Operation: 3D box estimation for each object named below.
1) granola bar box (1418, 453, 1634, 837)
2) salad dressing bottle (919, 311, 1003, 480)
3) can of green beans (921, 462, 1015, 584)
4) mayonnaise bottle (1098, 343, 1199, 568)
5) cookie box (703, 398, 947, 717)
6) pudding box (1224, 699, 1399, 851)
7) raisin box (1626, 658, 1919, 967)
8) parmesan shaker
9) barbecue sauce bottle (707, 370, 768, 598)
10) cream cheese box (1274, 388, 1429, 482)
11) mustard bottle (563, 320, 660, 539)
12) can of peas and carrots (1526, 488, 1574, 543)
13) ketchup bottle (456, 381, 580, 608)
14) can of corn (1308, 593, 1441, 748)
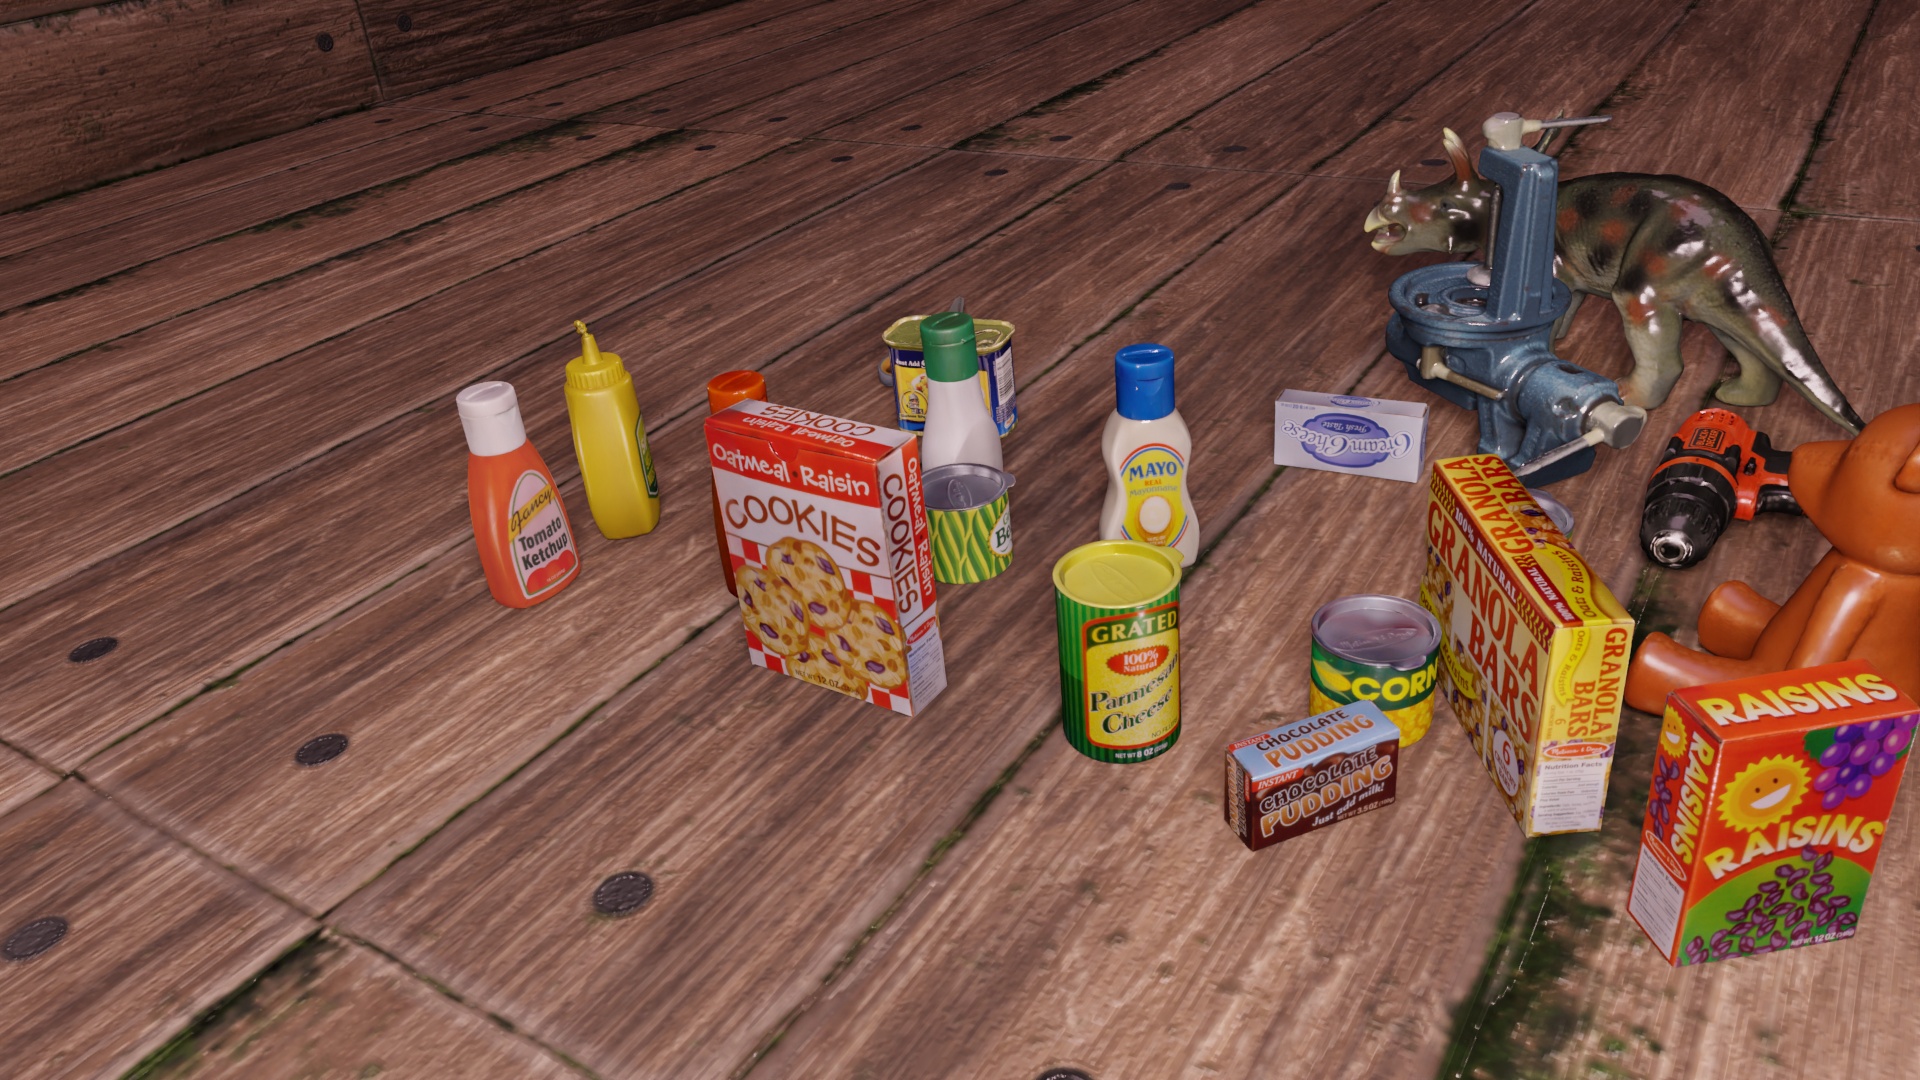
[{"bbox_3d":[0.279,0.048,0.706,0.039,0.123,0.166,-6,30,1],"label":"granola bar box"},{"bbox_3d":[-0.002,-0.084,0.962,0.044,0.147,0.064,18,38,36],"label":"salad dressing bottle"},{"bbox_3d":[0.001,-0.011,0.926,0.071,0.057,0.071,-5,30,3],"label":"can of green beans"},{"bbox_3d":[0.118,-0.050,0.881,0.065,0.147,0.041,-7,30,-2],"label":"mayonnaise bottle"},{"bbox_3d":[-0.076,0.010,0.794,0.123,0.166,0.040,14,35,31],"label":"cookie box"},{"bbox_3d":[0.173,0.115,0.684,0.084,0.049,0.030,-15,31,-15],"label":"pudding box"},{"bbox_3d":[0.336,0.115,0.581,0.086,0.122,0.040,-8,30,-3],"label":"raisin box"},{"bbox_3d":[0.088,0.059,0.742,0.071,0.102,0.071,-5,30,3],"label":"parmesan shaker"},{"bbox_3d":[-0.134,-0.036,0.902,0.044,0.147,0.065,16,36,33],"label":"barbecue sauce bottle"},{"bbox_3d":[0.277,-0.075,0.990,0.104,0.053,0.024,9,33,25],"label":"cream cheese box"},{"bbox_3d":[-0.251,-0.081,0.989,0.049,0.159,0.065,-8,30,-4],"label":"mustard bottle"},{"bbox_3d":[0.329,0.009,0.830,0.071,0.058,0.071,-5,30,3],"label":"can of peas and carrots"},{"bbox_3d":[-0.298,-0.031,0.924,0.043,0.148,0.065,13,35,30],"label":"ketchup bottle"},{"bbox_3d":[0.221,0.072,0.741,0.071,0.058,0.071,-5,30,3],"label":"can of corn"}]
